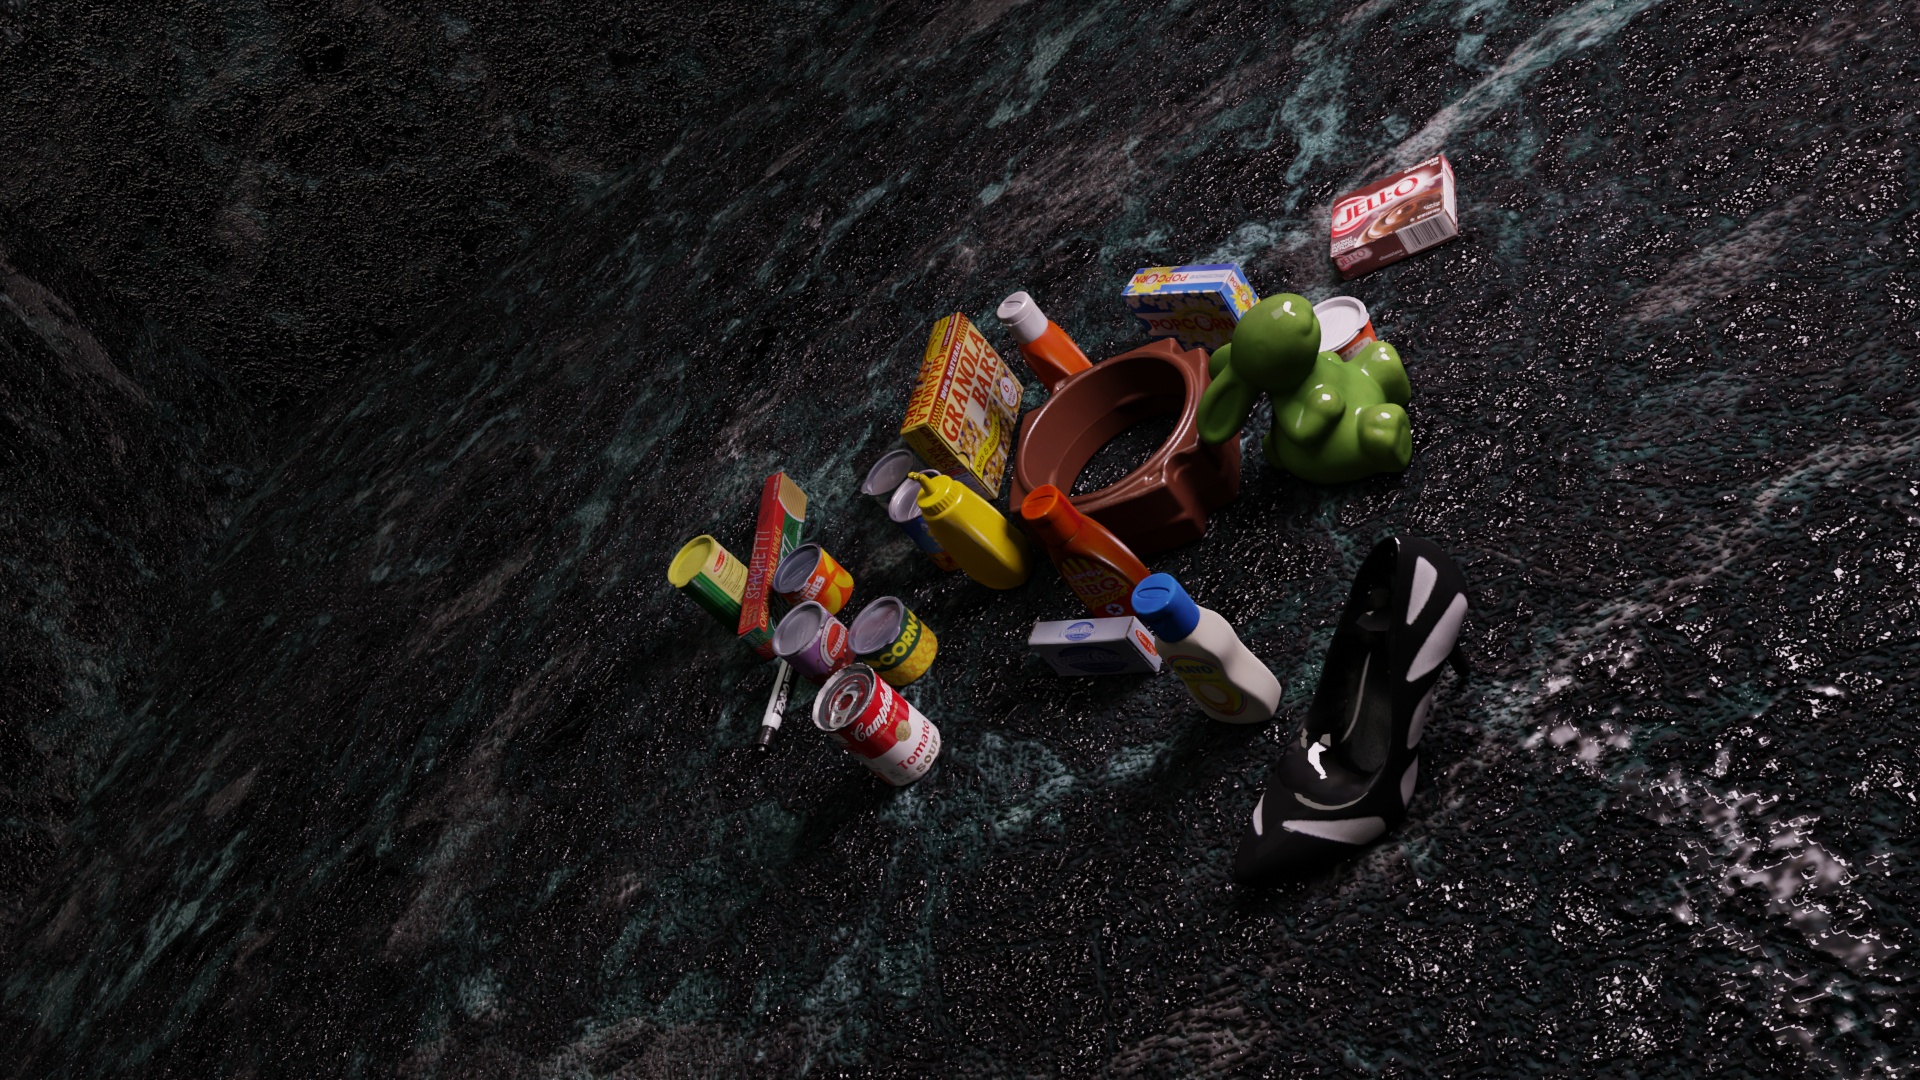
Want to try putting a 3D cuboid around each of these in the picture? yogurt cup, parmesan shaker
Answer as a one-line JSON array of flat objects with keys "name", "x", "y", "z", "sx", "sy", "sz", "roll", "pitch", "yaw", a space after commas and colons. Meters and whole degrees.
[{"name": "yogurt cup", "x": 0.332, "y": -0.171, "z": 1.215, "sx": 0.072, "sy": 0.054, "sz": 0.073, "roll": -27, "pitch": 38, "yaw": 23}, {"name": "parmesan shaker", "x": -0.264, "y": 0.053, "z": 1.531, "sx": 0.071, "sy": 0.103, "sz": 0.072, "roll": -27, "pitch": 38, "yaw": 23}]

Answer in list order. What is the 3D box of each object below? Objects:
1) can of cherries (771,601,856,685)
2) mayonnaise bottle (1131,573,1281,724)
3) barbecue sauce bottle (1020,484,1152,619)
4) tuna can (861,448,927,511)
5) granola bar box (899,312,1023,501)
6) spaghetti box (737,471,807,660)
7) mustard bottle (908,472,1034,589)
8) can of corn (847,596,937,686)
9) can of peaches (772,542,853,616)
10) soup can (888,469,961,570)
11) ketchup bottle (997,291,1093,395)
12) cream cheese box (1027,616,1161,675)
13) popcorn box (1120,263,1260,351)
[{"name": "can of cherries", "x": -0.144, "y": 0.104, "z": 1.396, "sx": 0.071, "sy": 0.058, "sz": 0.072, "roll": -27, "pitch": 38, "yaw": 23}, {"name": "mayonnaise bottle", "x": 0.177, "y": 0.081, "z": 1.020, "sx": 0.064, "sy": 0.147, "sz": 0.041, "roll": -5, "pitch": 50, "yaw": 43}, {"name": "barbecue sauce bottle", "x": 0.105, "y": 0.012, "z": 1.164, "sx": 0.064, "sy": 0.148, "sz": 0.044, "roll": -16, "pitch": 43, "yaw": 35}, {"name": "tuna can", "x": -0.071, "y": -0.064, "z": 1.524, "sx": 0.071, "sy": 0.032, "sz": 0.071, "roll": -27, "pitch": 38, "yaw": 23}, {"name": "granola bar box", "x": 0.005, "y": -0.137, "z": 1.444, "sx": 0.039, "sy": 0.124, "sz": 0.166, "roll": -17, "pitch": 42, "yaw": 34}, {"name": "spaghetti box", "x": -0.208, "y": 0.024, "z": 1.552, "sx": 0.028, "sy": 0.050, "sz": 0.251, "roll": -26, "pitch": 38, "yaw": 24}, {"name": "mustard bottle", "x": 0.005, "y": -0.016, "z": 1.284, "sx": 0.065, "sy": 0.160, "sz": 0.049, "roll": -8, "pitch": 48, "yaw": 40}, {"name": "can of corn", "x": -0.063, "y": 0.097, "z": 1.321, "sx": 0.071, "sy": 0.058, "sz": 0.071, "roll": -27, "pitch": 38, "yaw": 23}, {"name": "can of peaches", "x": -0.155, "y": 0.046, "z": 1.468, "sx": 0.071, "sy": 0.058, "sz": 0.071, "roll": -27, "pitch": 38, "yaw": 23}, {"name": "soup can", "x": -0.019, "y": -0.019, "z": 1.379, "sx": 0.071, "sy": 0.083, "sz": 0.072, "roll": -27, "pitch": 38, "yaw": 23}, {"name": "ketchup bottle", "x": 0.092, "y": -0.184, "z": 1.386, "sx": 0.065, "sy": 0.148, "sz": 0.044, "roll": 12, "pitch": 62, "yaw": 51}, {"name": "cream cheese box", "x": 0.113, "y": 0.089, "z": 1.159, "sx": 0.103, "sy": 0.053, "sz": 0.024, "roll": -7, "pitch": 49, "yaw": 41}, {"name": "popcorn box", "x": 0.230, "y": -0.224, "z": 1.346, "sx": 0.126, "sy": 0.085, "sz": 0.038, "roll": 9, "pitch": 60, "yaw": 49}]
